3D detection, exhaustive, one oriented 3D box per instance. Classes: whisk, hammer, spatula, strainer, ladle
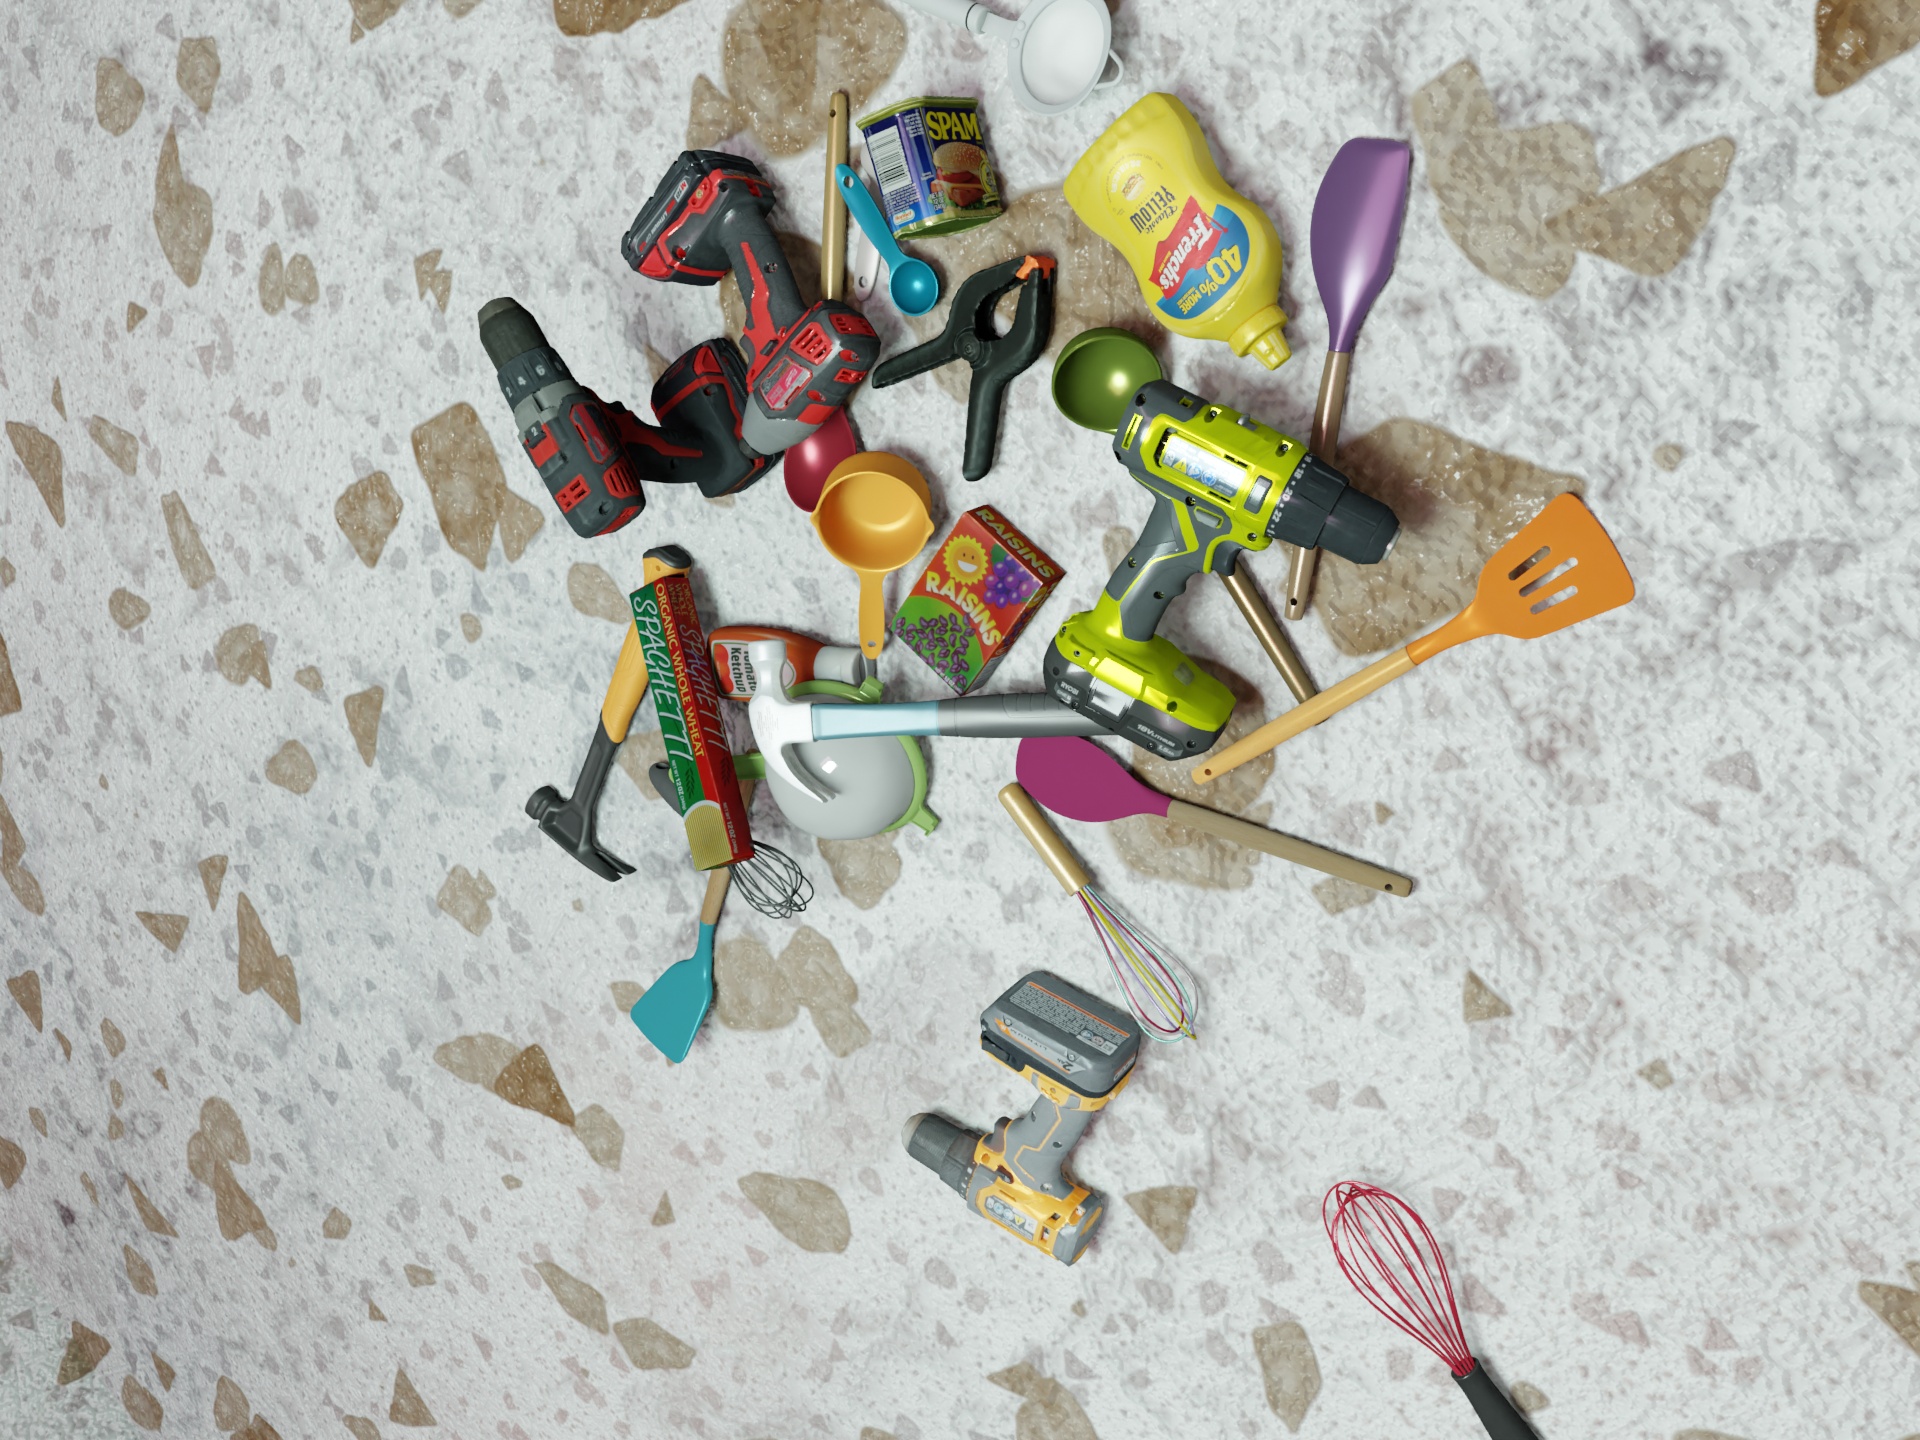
[{"bbox_3d":[0.107,0.150,1.245,0.245,0.047,0.051,53,125,12],"label":"whisk"},{"bbox_3d":[-0.002,-0.004,1.210,0.331,0.033,0.128,-2,95,14],"label":"hammer"},{"bbox_3d":[0.287,-0.034,1.072,0.322,0.041,0.081,-33,90,34],"label":"spatula"},{"bbox_3d":[-0.232,0.165,1.453,0.082,0.044,0.317,35,119,33],"label":"spatula"},{"bbox_3d":[0.245,-0.220,1.058,0.060,0.018,0.315,15,111,28],"label":"spatula"},{"bbox_3d":[-0.153,0.050,1.328,0.256,0.069,0.151,-5,120,30],"label":"strainer"},{"bbox_3d":[-0.206,0.099,1.386,0.239,0.055,0.055,38,123,38],"label":"whisk"},{"bbox_3d":[0.362,0.463,1.175,0.073,0.073,0.296,-33,92,34],"label":"whisk"},{"bbox_3d":[-0.306,-0.009,1.451,0.127,0.034,0.336,36,120,18],"label":"hammer"},{"bbox_3d":[0.021,-0.485,1.102,0.259,0.050,0.087,34,114,25],"label":"strainer"},{"bbox_3d":[-0.102,-0.319,1.236,0.069,0.031,0.315,13,109,27],"label":"ladle"},{"bbox_3d":[0.167,-0.132,1.111,0.078,0.062,0.320,-31,90,29],"label":"ladle"}]

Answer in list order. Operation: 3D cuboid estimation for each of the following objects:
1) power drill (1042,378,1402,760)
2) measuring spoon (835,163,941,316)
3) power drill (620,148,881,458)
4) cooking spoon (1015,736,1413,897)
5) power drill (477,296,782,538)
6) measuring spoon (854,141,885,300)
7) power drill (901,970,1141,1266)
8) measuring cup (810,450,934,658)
[{"bbox_3d":[0.167,-0.091,1.068,0.190,0.080,0.228,29,120,12],"label":"power drill"},{"bbox_3d":[-0.054,-0.362,1.191,0.042,0.021,0.128,-31,90,35],"label":"measuring spoon"},{"bbox_3d":[-0.163,-0.315,1.222,0.143,0.078,0.220,-43,72,33],"label":"power drill"},{"bbox_3d":[0.181,0.074,1.187,0.319,0.017,0.068,19,115,26],"label":"cooking spoon"},{"bbox_3d":[-0.257,-0.244,1.231,0.080,0.226,0.188,-30,88,34],"label":"power drill"},{"bbox_3d":[-0.069,-0.379,1.201,0.034,0.018,0.124,21,116,24],"label":"measuring spoon"},{"bbox_3d":[0.044,0.320,1.313,0.185,0.084,0.226,25,121,25],"label":"power drill"},{"bbox_3d":[-0.067,-0.132,1.255,0.095,0.052,0.173,4,128,2],"label":"measuring cup"}]
